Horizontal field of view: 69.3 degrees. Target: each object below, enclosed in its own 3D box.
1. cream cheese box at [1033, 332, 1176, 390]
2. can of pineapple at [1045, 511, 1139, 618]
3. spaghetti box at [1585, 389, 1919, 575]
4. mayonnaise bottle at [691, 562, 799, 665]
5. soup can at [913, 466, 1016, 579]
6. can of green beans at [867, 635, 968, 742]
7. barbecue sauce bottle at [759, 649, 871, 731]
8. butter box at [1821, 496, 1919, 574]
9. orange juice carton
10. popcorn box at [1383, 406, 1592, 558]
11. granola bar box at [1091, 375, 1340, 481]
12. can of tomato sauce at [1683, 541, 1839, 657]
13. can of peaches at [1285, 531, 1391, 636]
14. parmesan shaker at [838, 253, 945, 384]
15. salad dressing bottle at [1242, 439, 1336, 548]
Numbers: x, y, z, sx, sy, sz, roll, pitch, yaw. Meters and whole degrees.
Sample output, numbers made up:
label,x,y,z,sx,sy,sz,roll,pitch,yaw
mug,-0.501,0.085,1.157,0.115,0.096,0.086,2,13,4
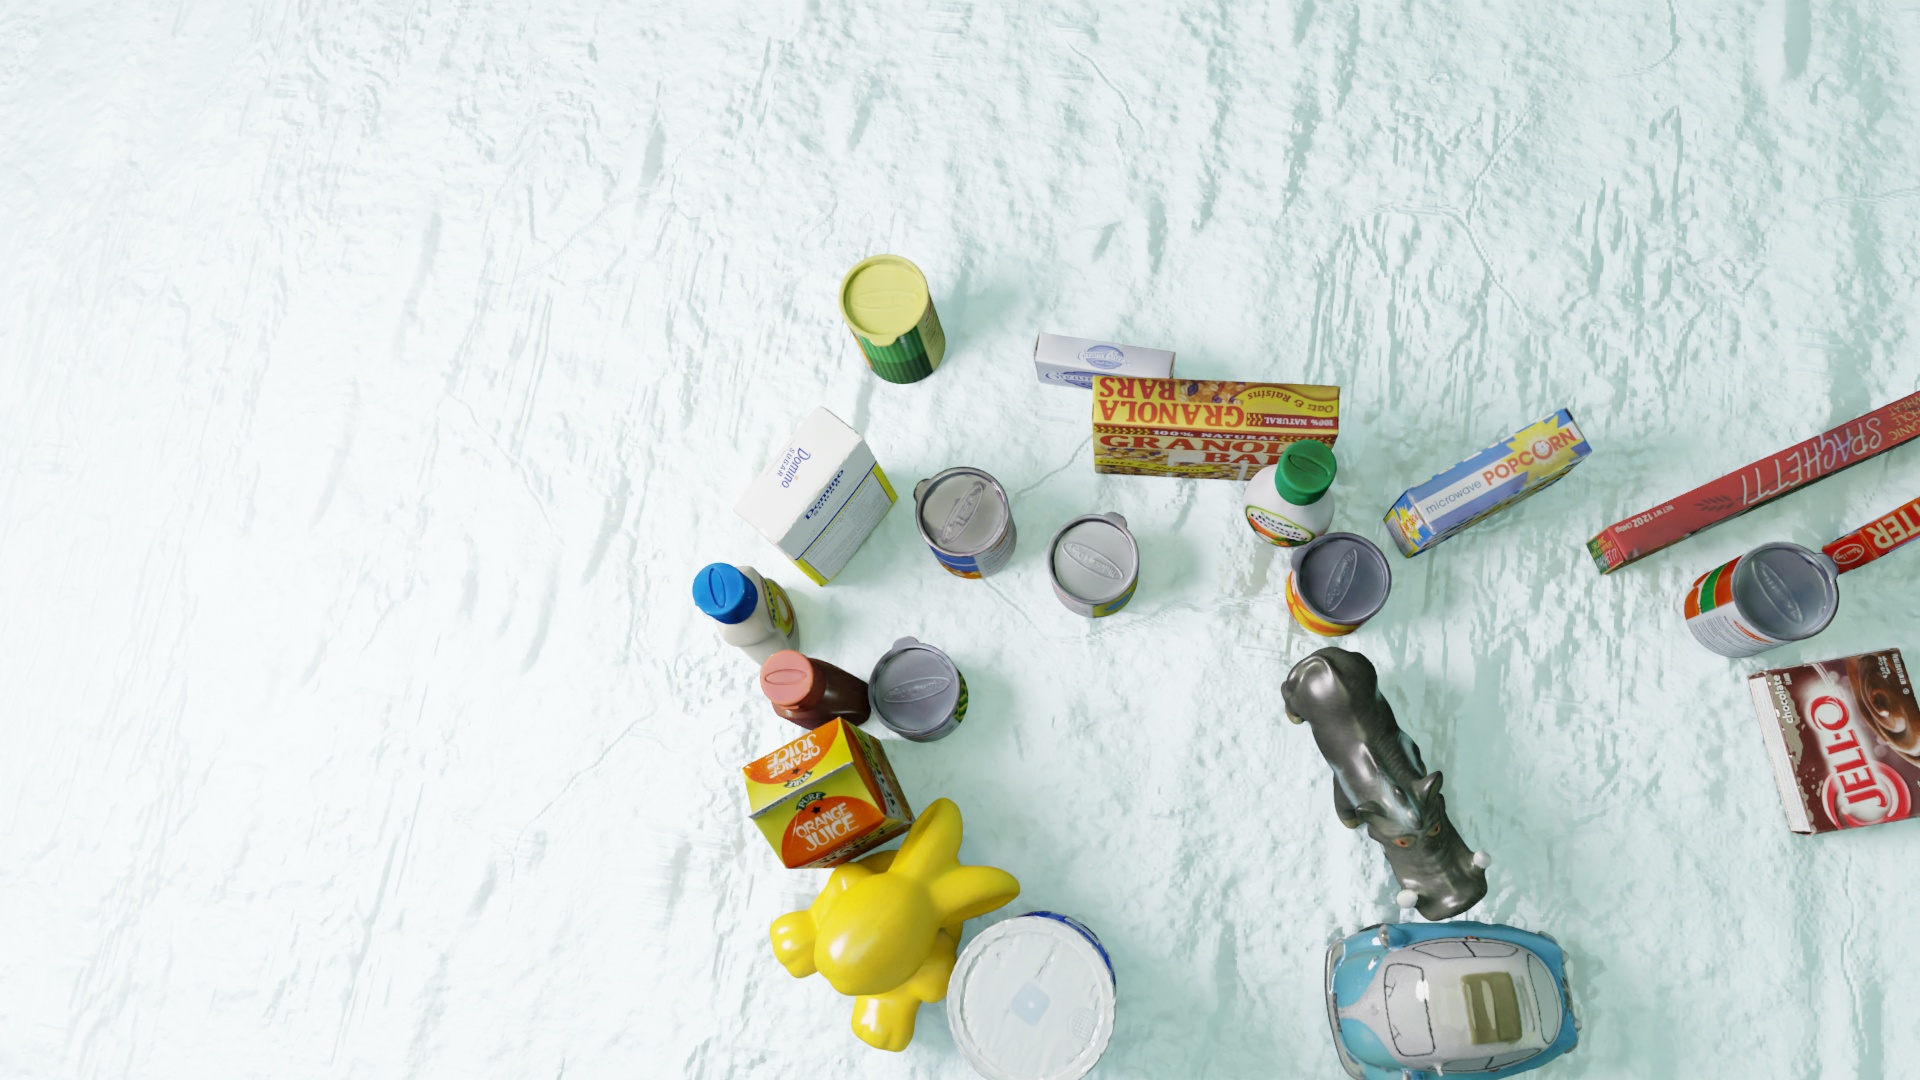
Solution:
label,x,y,z,sx,sy,sz,roll,pitch,yaw
cream cheese box,0.109,-0.130,1.047,0.104,0.053,0.024,9,78,8
can of pineapple,0.098,0.018,1.009,0.071,0.057,0.071,-1,76,6
spaghetti box,0.566,-0.041,0.977,0.250,0.050,0.029,-24,75,0
mayonnaise bottle,-0.151,0.048,0.982,0.041,0.148,0.065,-17,75,2
soup can,0.004,-0.013,1.014,0.071,0.083,0.071,-1,76,6
can of green beans,-0.029,0.110,1.000,0.071,0.057,0.071,-1,76,6
barbecue sauce bottle,-0.104,0.105,0.963,0.065,0.148,0.044,-3,76,6
butter box,0.657,-0.014,0.958,0.103,0.053,0.024,-27,75,-1
orange juice carton,-0.086,0.170,0.922,0.072,0.192,0.073,-27,75,0
popcorn box,0.369,-0.038,0.979,0.127,0.085,0.038,-28,75,-1
granola bar box,0.177,-0.077,0.990,0.165,0.124,0.039,3,77,7
can of tomato sauce,0.542,0.040,0.942,0.071,0.083,0.071,-1,76,6
can of peaches,0.265,0.031,0.988,0.071,0.058,0.071,-1,76,6
parmesan shaker,-0.050,-0.162,1.046,0.071,0.103,0.071,-1,76,6
salad dressing bottle,0.231,-0.032,0.961,0.064,0.147,0.044,27,81,12
